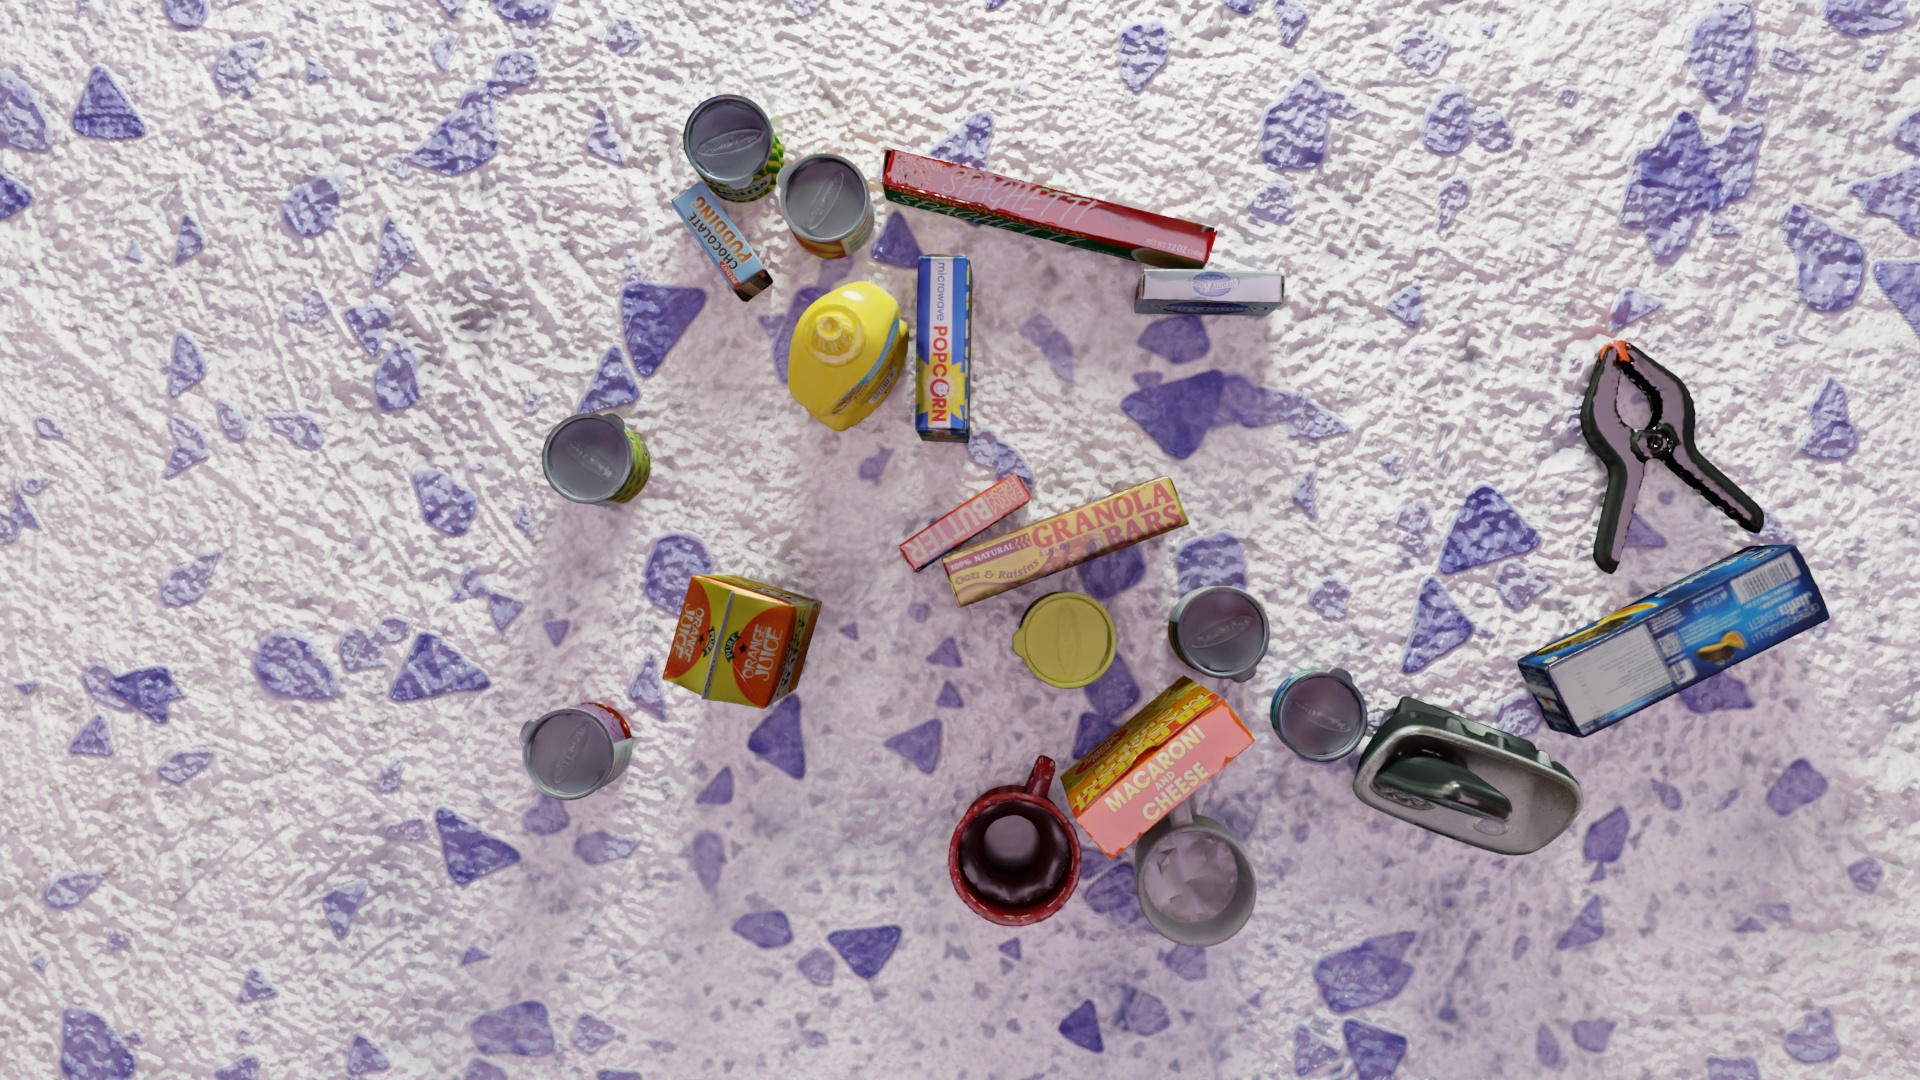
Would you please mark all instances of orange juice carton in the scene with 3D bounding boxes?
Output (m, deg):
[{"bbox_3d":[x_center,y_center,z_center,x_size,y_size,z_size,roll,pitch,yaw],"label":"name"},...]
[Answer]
[{"bbox_3d":[-0.149,0.067,0.955,0.073,0.192,0.072,16,89,2],"label":"orange juice carton"}]

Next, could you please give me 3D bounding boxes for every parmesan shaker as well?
[{"bbox_3d":[0.072,0.069,0.995,0.071,0.103,0.071,0,89,1],"label":"parmesan shaker"}]

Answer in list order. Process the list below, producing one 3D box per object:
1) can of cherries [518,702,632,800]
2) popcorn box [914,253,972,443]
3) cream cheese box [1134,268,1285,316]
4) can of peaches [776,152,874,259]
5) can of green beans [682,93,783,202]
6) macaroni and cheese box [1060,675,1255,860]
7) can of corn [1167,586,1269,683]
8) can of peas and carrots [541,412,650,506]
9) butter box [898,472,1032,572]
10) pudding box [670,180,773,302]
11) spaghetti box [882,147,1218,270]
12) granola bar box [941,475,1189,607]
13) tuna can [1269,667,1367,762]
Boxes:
[{"bbox_3d":[-0.282,0.152,1.021,0.071,0.058,0.071,0,88,1],"label":"can of cherries"},{"bbox_3d":[-0.011,-0.138,1.013,0.038,0.085,0.126,1,88,1],"label":"popcorn box"},{"bbox_3d":[0.183,-0.183,1.027,0.104,0.053,0.024,1,89,1],"label":"cream cheese box"},{"bbox_3d":[-0.100,-0.248,1.032,0.071,0.058,0.071,0,88,1],"label":"can of peaches"},{"bbox_3d":[-0.168,-0.291,1.035,0.071,0.058,0.071,0,88,1],"label":"can of green beans"},{"bbox_3d":[0.130,0.152,0.960,0.124,0.166,0.040,-40,88,0],"label":"macaroni and cheese box"},{"bbox_3d":[0.189,0.068,1.016,0.071,0.058,0.071,0,88,1],"label":"can of corn"},{"bbox_3d":[-0.267,-0.061,1.028,0.071,0.058,0.071,0,88,1],"label":"can of peas and carrots"},{"bbox_3d":[0.004,-0.013,1.025,0.103,0.053,0.024,-32,88,0],"label":"butter box"},{"bbox_3d":[-0.178,-0.223,1.037,0.030,0.049,0.083,-36,88,0],"label":"pudding box"},{"bbox_3d":[0.063,-0.244,1.033,0.250,0.050,0.028,14,89,1],"label":"spaghetti box"},{"bbox_3d":[0.070,0.001,0.987,0.165,0.124,0.039,-20,88,0],"label":"granola bar box"},{"bbox_3d":[0.265,0.126,1.025,0.071,0.033,0.071,0,88,1],"label":"tuna can"}]
